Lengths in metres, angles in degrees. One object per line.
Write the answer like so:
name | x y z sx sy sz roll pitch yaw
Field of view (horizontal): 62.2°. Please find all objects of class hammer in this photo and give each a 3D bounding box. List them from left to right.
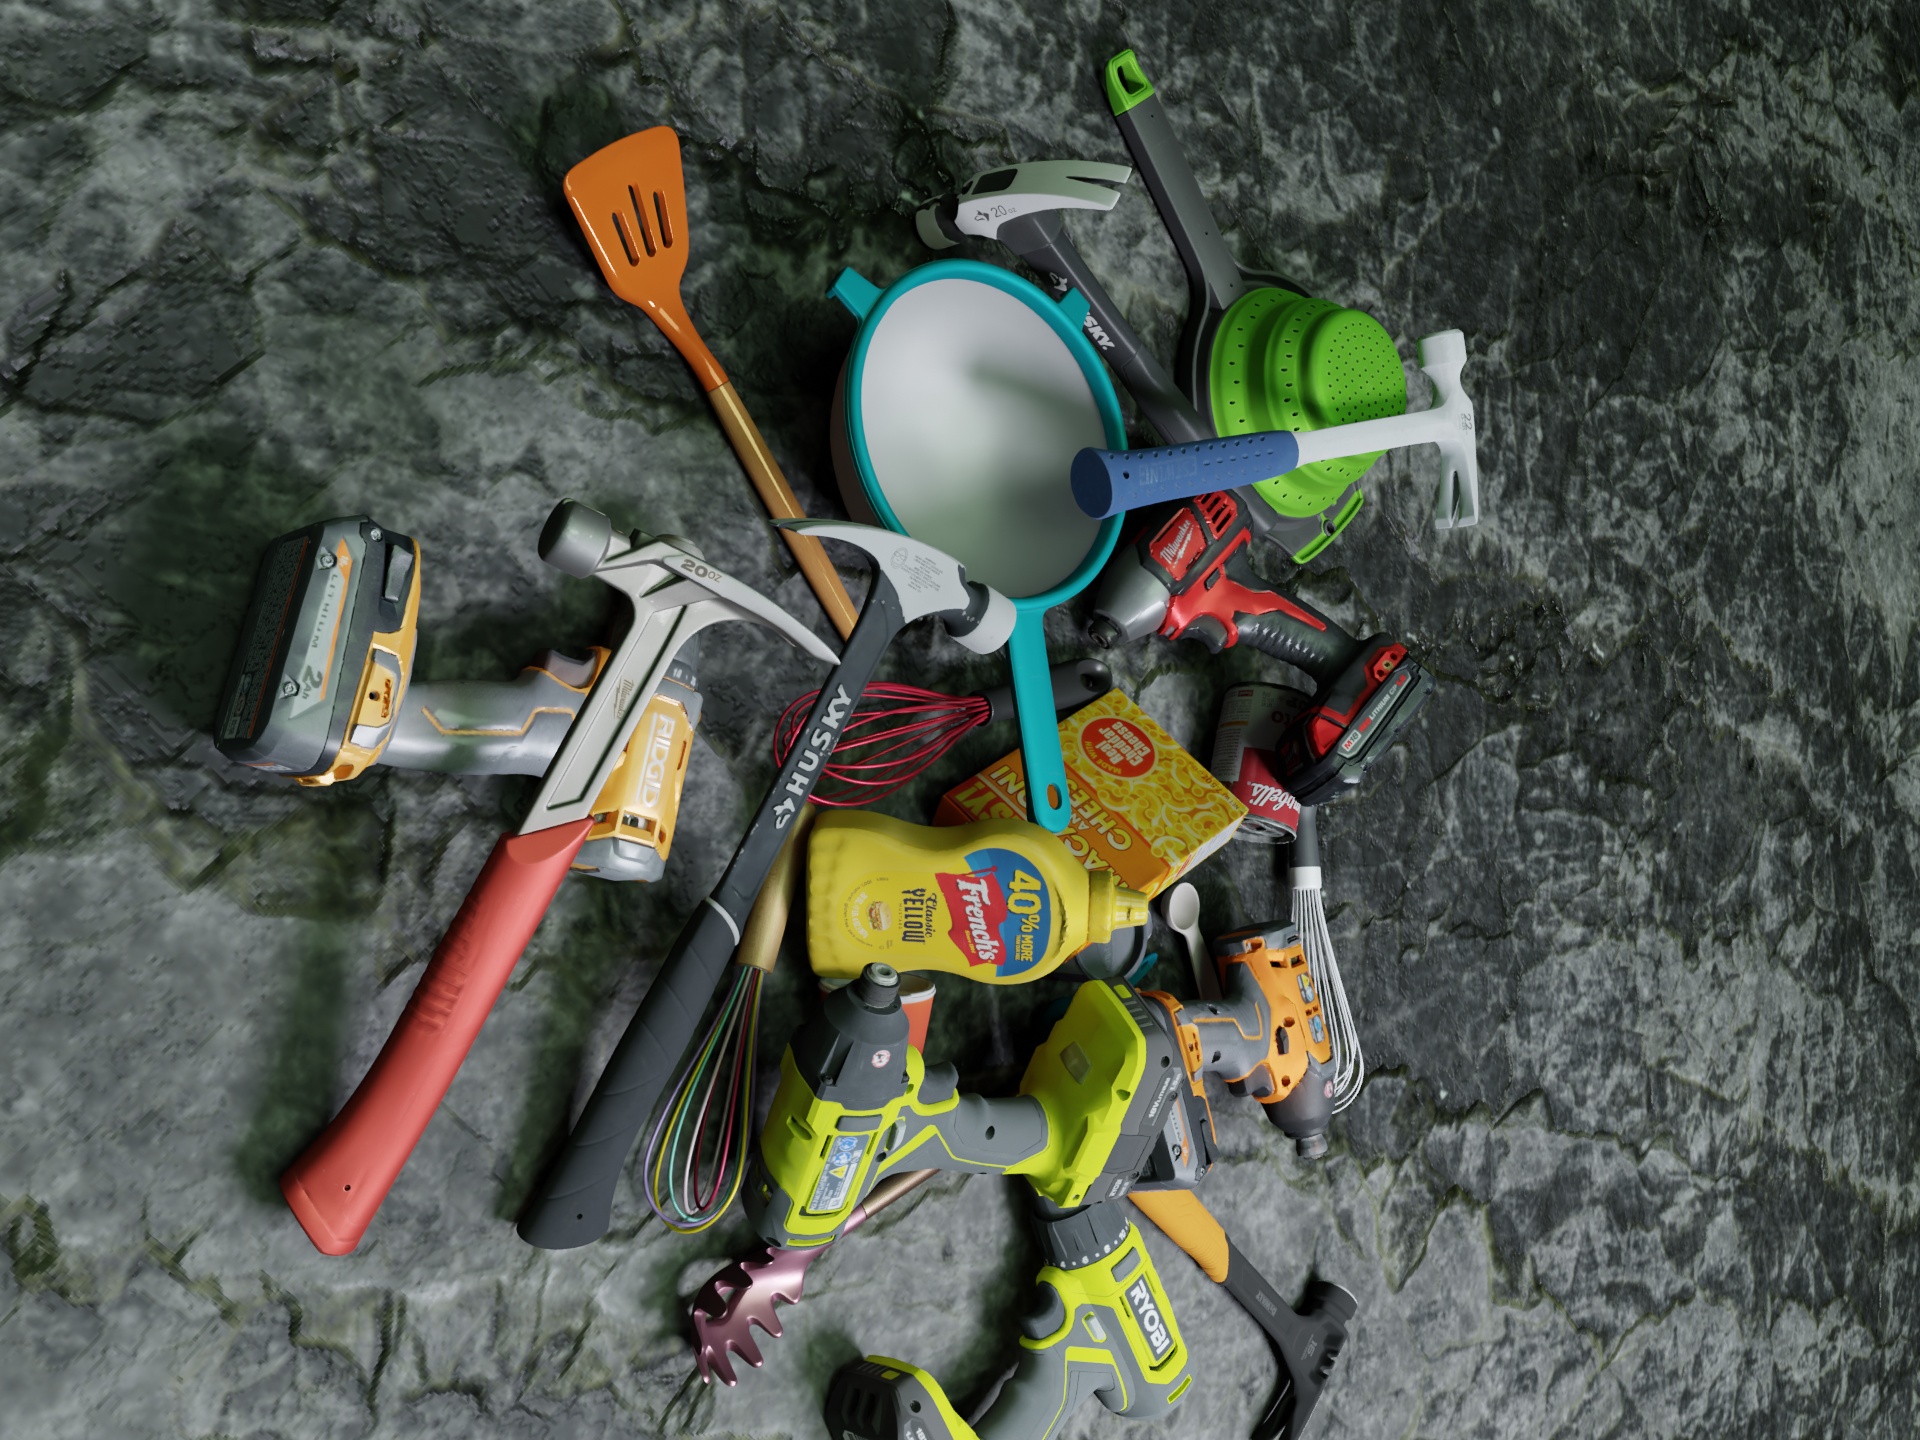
hammer | -0.201 0.085 0.738 0.149 0.037 0.359 28 91 -29
hammer | -0.117 0.084 0.819 0.149 0.036 0.409 31 85 -38
hammer | 0.121 -0.235 1.057 0.334 0.146 0.035 43 60 -36
hammer | 0.162 0.362 1.094 0.336 0.034 0.127 51 57 -24
hammer | 0.228 -0.176 1.065 0.405 0.035 0.144 -16 99 -39

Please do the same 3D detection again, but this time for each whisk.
whisk | -0.117 0.159 0.881 0.051 0.047 0.245 27 67 -31
whisk | -0.002 -0.003 0.979 0.295 0.073 0.073 -15 96 -45
whisk | 0.257 0.149 1.175 0.070 0.070 0.285 6 78 -38

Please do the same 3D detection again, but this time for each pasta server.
pasta server | -0.035 0.278 0.938 0.316 0.040 0.060 -25 125 -38

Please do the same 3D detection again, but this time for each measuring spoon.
measuring spoon | 0.090 0.181 1.062 0.128 0.021 0.042 -27 139 -45
measuring spoon | 0.164 0.170 1.127 0.034 0.018 0.124 -36 115 -40

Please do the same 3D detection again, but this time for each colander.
colander | 0.225 -0.309 1.158 0.204 0.094 0.396 -43 113 -33

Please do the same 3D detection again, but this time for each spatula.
spatula | -0.122 -0.170 0.904 0.081 0.041 0.322 -41 113 -34

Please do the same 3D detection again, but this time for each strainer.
strainer | 0.006 -0.098 0.959 0.211 0.095 0.340 -8 88 -39

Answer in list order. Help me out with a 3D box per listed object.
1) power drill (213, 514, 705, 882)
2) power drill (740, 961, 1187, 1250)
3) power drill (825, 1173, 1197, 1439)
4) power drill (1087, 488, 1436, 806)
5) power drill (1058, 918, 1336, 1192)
power drill | -0.225 -0.031 0.787 0.226 0.084 0.185 22 73 -40
power drill | 0.005 0.204 0.874 0.223 0.080 0.171 5 119 -31
power drill | 0.034 0.381 0.964 0.228 0.080 0.190 -30 101 -38
power drill | 0.197 -0.050 1.083 0.220 0.078 0.143 42 72 4
power drill | 0.170 0.233 1.045 0.226 0.084 0.164 -11 84 -48
